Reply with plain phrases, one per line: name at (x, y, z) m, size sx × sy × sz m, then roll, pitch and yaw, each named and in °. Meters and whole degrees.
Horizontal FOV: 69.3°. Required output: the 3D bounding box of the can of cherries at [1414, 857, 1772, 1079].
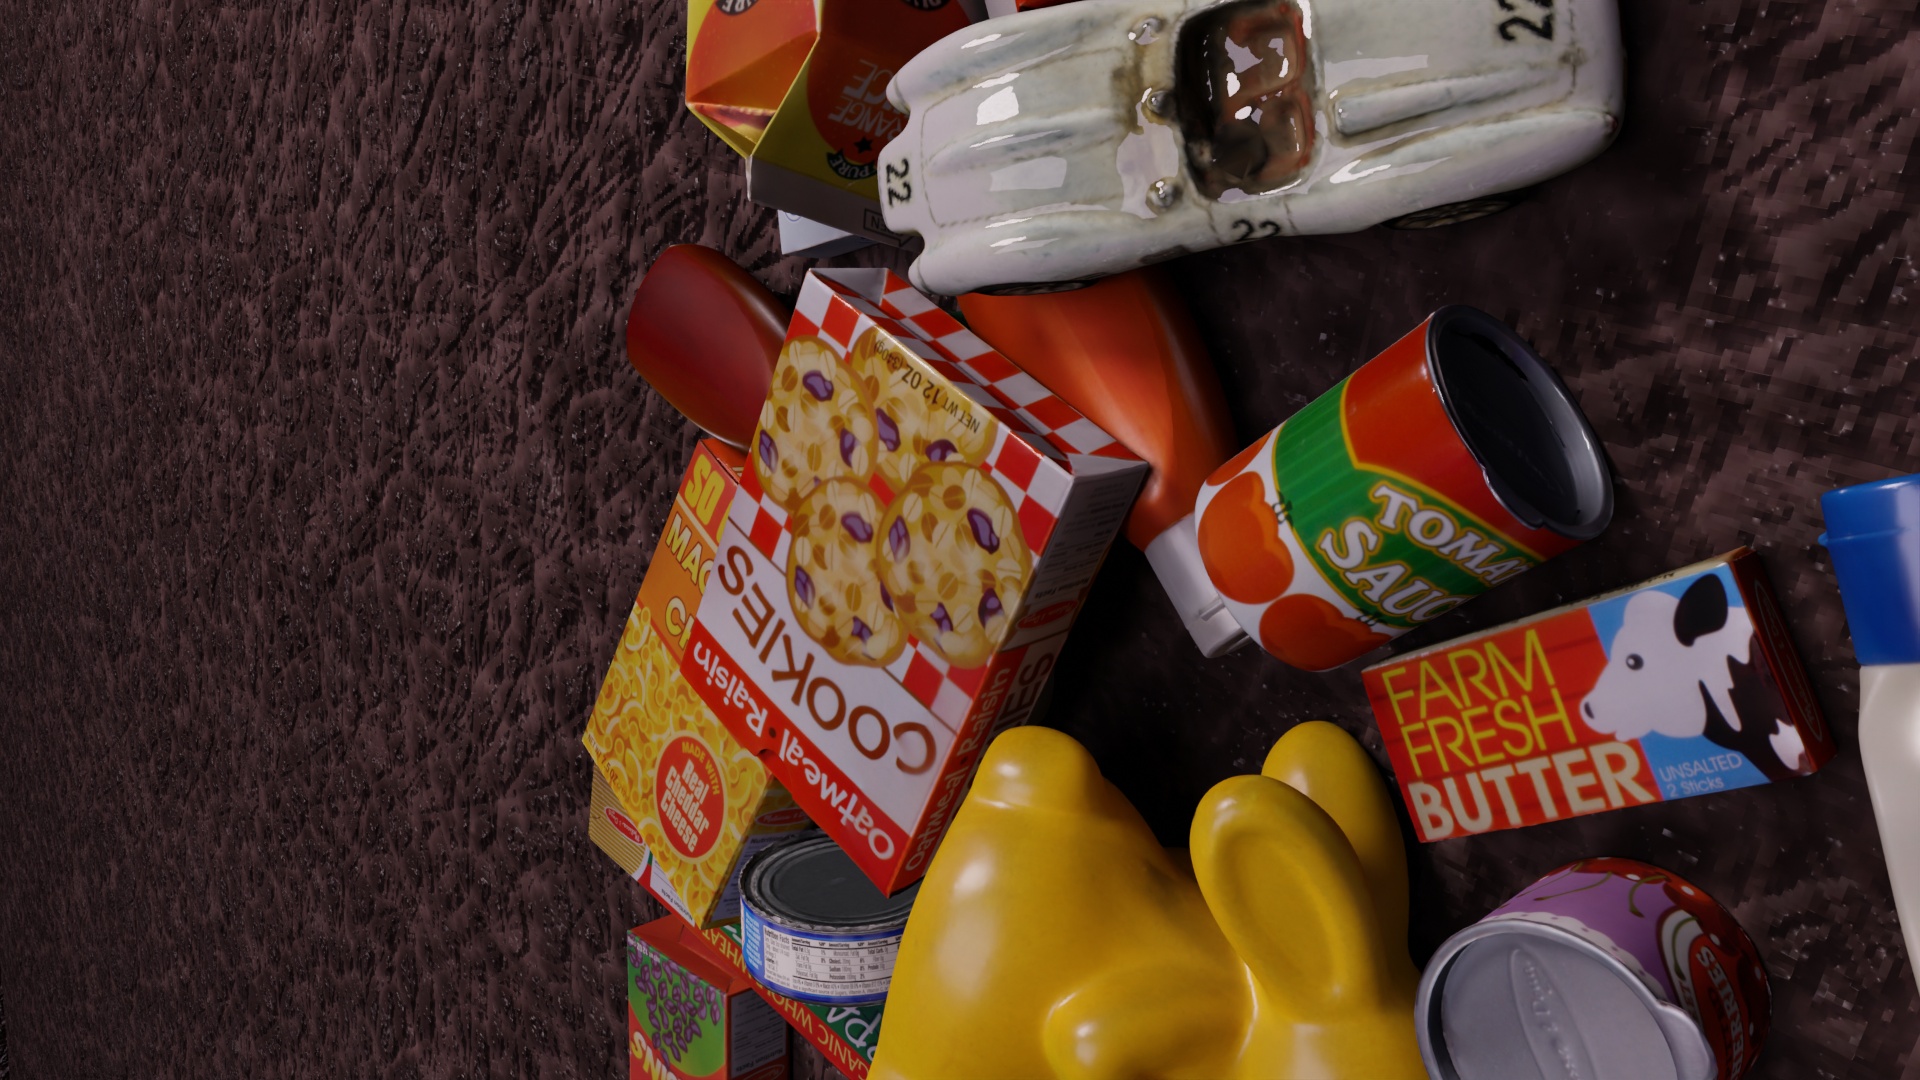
can of cherries at (0.160, 0.118, 0.345) m, size 0.071 × 0.058 × 0.071 m, roll 9°, pitch 103°, yaw 45°

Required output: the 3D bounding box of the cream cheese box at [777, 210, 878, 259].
cream cheese box at (-0.029, -0.140, 0.516) m, size 0.103 × 0.024 × 0.053 m, roll -3°, pitch 93°, yaw 46°

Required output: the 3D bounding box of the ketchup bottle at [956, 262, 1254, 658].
ketchup bottle at (0.055, -0.036, 0.433) m, size 0.064 × 0.043 × 0.149 m, roll -38°, pitch 70°, yaw 32°

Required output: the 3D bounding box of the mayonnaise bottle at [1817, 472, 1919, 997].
mayonnaise bottle at (0.212, 0.059, 0.280) m, size 0.041 × 0.065 × 0.148 m, roll -17°, pitch 82°, yaw 47°

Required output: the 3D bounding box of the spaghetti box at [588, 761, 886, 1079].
spaghetti box at (-0.093, 0.171, 0.632) m, size 0.250 × 0.029 × 0.050 m, roll 26°, pitch 115°, yaw 40°

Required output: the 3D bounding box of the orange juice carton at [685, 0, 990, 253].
orange juice carton at (-0.040, -0.194, 0.456) m, size 0.073 × 0.072 × 0.193 m, roll -9°, pitch 79°, yaw 45°

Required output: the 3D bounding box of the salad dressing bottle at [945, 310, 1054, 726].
salad dressing bottle at (0.002, -0.006, 0.493) m, size 0.064 × 0.044 × 0.147 m, roll 2°, pitch 99°, yaw 56°

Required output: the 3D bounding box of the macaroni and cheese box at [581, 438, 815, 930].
macaroni and cheese box at (-0.096, 0.059, 0.587) m, size 0.124 × 0.040 × 0.165 m, roll 44°, pitch 119°, yaw 37°

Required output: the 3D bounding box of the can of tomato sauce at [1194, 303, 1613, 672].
can of tomato sauce at (0.112, -0.010, 0.362) m, size 0.082 × 0.071 × 0.071 m, roll -39°, pitch 70°, yaw 43°

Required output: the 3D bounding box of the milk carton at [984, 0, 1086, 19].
milk carton at (0.069, -0.195, 0.370) m, size 0.190 × 0.074 × 0.072 m, roll -15°, pitch 87°, yaw 46°

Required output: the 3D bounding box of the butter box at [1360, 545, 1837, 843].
butter box at (0.158, 0.043, 0.357) m, size 0.103 × 0.024 × 0.053 m, roll -27°, pitch 77°, yaw 44°

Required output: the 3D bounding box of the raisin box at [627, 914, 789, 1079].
raisin box at (-0.122, 0.253, 0.669) m, size 0.086 × 0.040 × 0.123 m, roll 12°, pitch 104°, yaw 43°

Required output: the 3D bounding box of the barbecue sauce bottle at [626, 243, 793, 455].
barbecue sauce bottle at (-0.079, -0.062, 0.566) m, size 0.149 × 0.044 × 0.064 m, roll 41°, pitch 116°, yaw 32°

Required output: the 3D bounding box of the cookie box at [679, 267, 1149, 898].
cookie box at (-0.026, 0.014, 0.458) m, size 0.123 × 0.040 × 0.166 m, roll 40°, pitch 123°, yaw 30°
